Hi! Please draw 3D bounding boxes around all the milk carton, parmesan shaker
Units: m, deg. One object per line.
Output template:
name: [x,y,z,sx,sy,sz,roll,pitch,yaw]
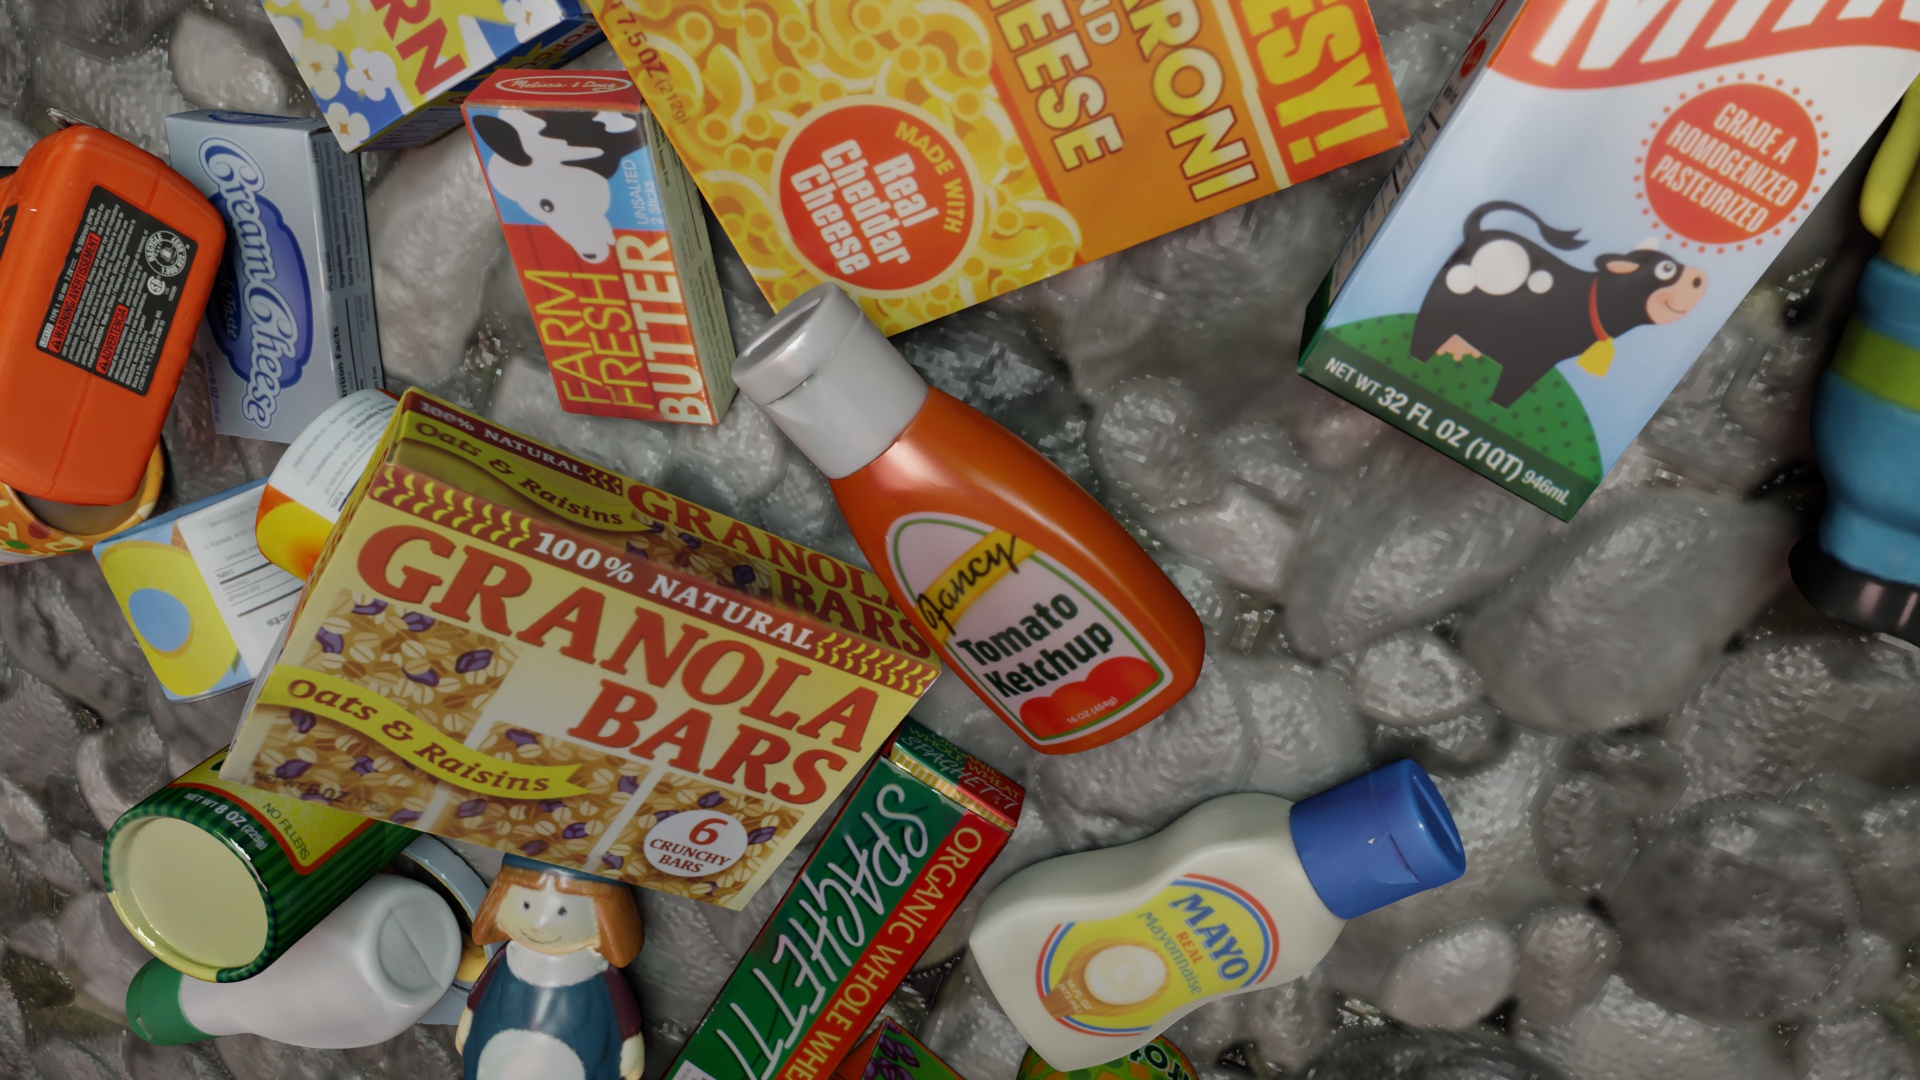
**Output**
milk carton: [0.154,-0.107,0.301,0.072,0.074,0.189,30,115,3]
parmesan shaker: [-0.220,0.093,0.471,0.071,0.103,0.071,6,112,14]

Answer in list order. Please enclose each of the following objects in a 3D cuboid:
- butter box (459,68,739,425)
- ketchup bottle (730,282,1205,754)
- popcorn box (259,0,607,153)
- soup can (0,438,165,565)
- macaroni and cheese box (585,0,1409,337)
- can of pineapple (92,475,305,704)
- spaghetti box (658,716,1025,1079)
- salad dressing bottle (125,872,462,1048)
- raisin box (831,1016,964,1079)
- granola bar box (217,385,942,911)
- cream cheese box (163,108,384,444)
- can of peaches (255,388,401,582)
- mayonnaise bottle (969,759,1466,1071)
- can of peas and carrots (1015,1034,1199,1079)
butter box: [-0.099,-0.080,0.395,0.053,0.024,0.103,6,133,14]
ketchup bottle: [0.001,-0.005,0.380,0.064,0.044,0.148,-30,116,29]
popcorn box: [-0.161,-0.184,0.384,0.085,0.038,0.126,-21,103,21]
soup can: [-0.333,-0.021,0.481,0.084,0.071,0.071,-8,108,19]
macaroni and cheese box: [0.007,-0.127,0.338,0.166,0.040,0.123,-17,123,21]
can of pineapple: [-0.247,0.015,0.470,0.071,0.071,0.057,-13,106,21]
spaghetti box: [-0.061,0.167,0.485,0.050,0.029,0.249,32,112,-1]
salad dressing bottle: [-0.256,0.164,0.526,0.147,0.044,0.064,-18,106,26]
raisin box: [0.001,0.236,0.470,0.123,0.086,0.040,40,113,-1]
granola bar box: [-0.109,0.041,0.412,0.165,0.039,0.123,24,119,-28]
cream cheese box: [-0.218,-0.083,0.447,0.053,0.024,0.103,8,112,12]
can of peaches: [-0.177,-0.006,0.442,0.058,0.071,0.071,30,116,4]
mayonnaise bottle: [0.077,0.111,0.425,0.147,0.041,0.064,-30,98,25]
can of peas and carrots: [0.047,0.200,0.458,0.071,0.059,0.070,5,111,14]
